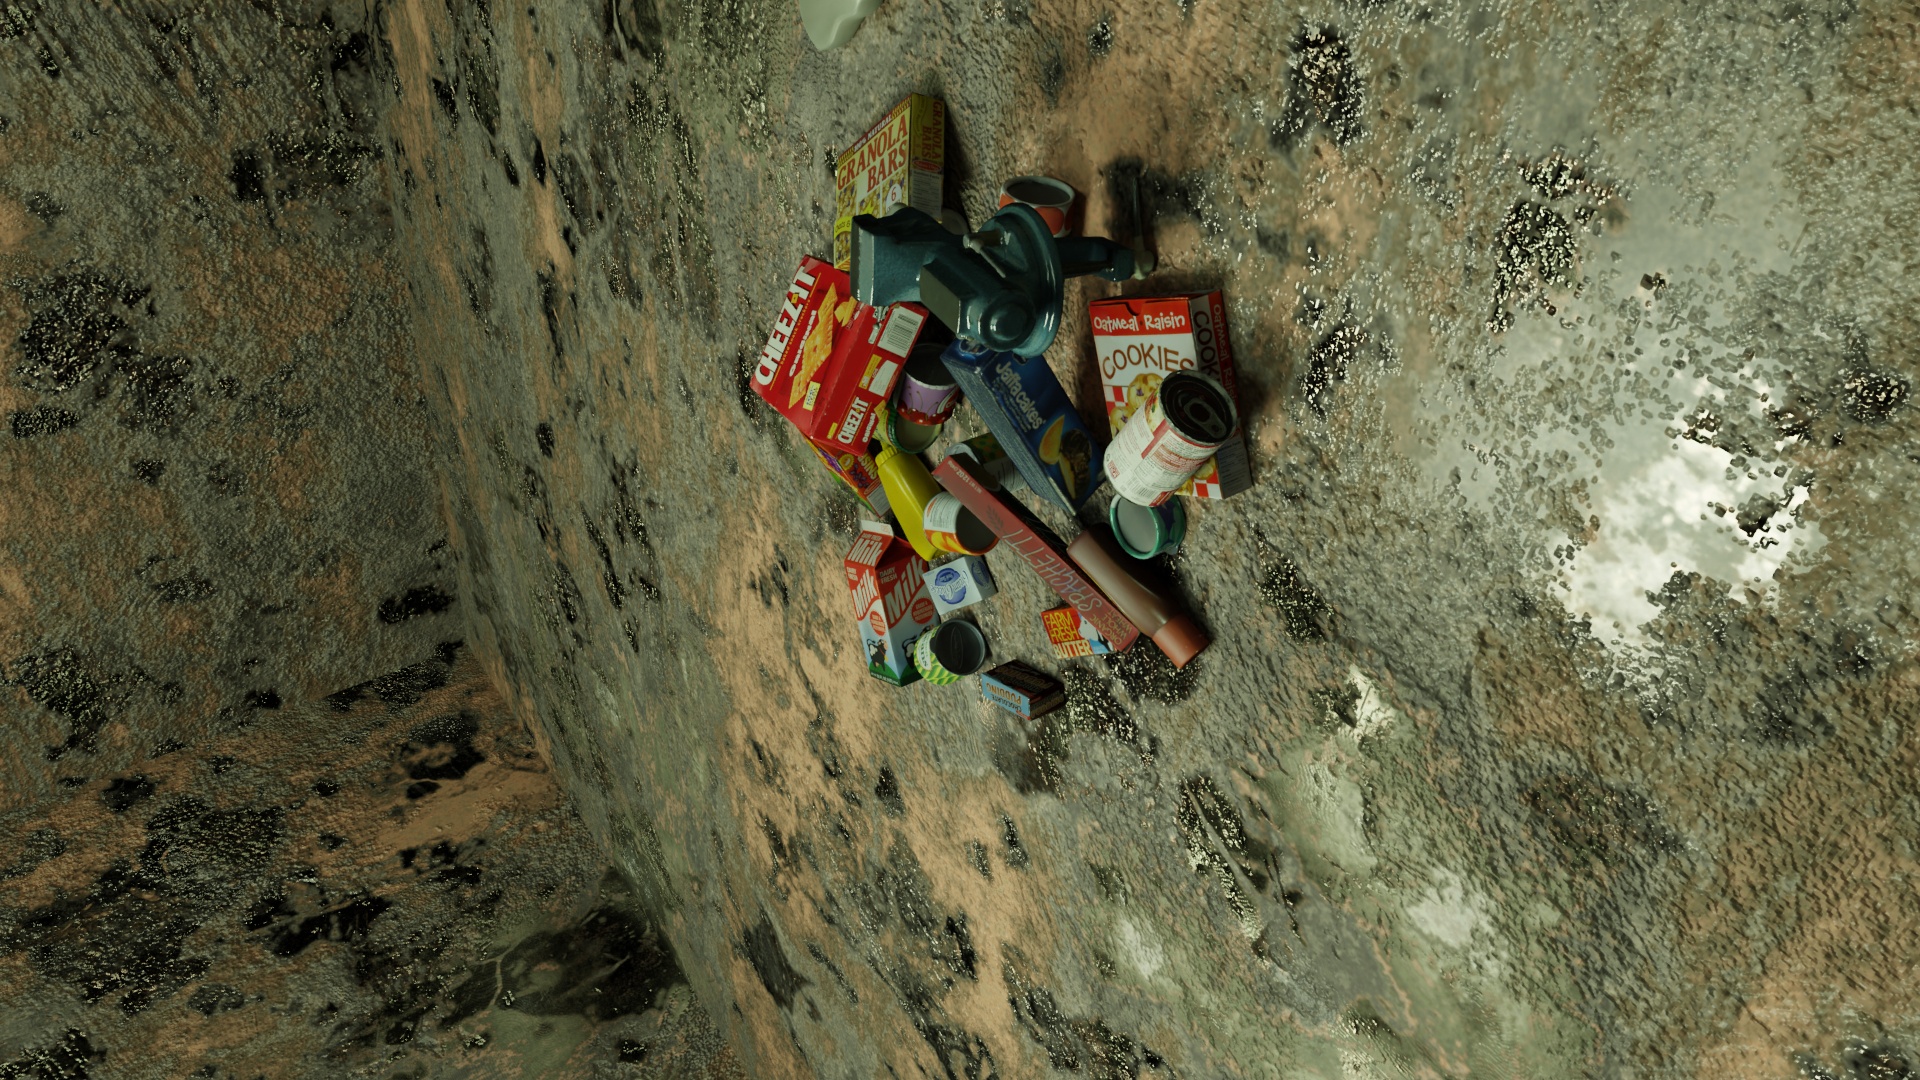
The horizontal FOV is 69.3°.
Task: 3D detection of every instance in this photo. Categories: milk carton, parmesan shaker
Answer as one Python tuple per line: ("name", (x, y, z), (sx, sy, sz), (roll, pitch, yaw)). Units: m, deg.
("milk carton", (-0.079, 0.068, 1.632), (0.072, 0.074, 0.190), (10, 116, 55))
("parmesan shaker", (-0.076, -0.140, 1.506), (0.103, 0.071, 0.071), (27, 130, 48))

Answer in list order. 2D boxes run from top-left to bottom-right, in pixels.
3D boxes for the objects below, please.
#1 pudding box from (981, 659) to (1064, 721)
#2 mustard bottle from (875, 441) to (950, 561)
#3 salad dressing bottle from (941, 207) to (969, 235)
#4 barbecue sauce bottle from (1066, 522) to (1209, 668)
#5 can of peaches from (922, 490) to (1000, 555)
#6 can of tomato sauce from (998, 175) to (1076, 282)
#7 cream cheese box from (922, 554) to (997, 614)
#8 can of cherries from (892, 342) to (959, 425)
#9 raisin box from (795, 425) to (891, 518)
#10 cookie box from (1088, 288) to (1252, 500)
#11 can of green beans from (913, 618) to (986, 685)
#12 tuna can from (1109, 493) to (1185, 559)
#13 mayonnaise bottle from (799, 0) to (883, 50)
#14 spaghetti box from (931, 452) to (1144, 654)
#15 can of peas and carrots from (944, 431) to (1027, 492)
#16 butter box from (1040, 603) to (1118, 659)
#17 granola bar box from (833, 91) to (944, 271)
("pudding box", (0.066, 0.160, 1.486), (0.084, 0.050, 0.030), (23, 126, 50))
("mustard bottle", (-0.054, -0.058, 1.541), (0.160, 0.049, 0.065), (61, 150, 13))
("salad dressing bottle", (-0.046, -0.291, 1.392), (0.147, 0.044, 0.064), (-7, 99, 59))
("barbecue sauce bottle", (0.163, 0.050, 1.261), (0.149, 0.065, 0.043), (49, 111, 15))
("can of peaches", (0.005, -0.018, 1.459), (0.058, 0.071, 0.071), (6, 114, 55))
("can of tomato sauce", (0.064, -0.266, 1.211), (0.071, 0.071, 0.082), (41, 139, 37))
("cream cheese box", (-0.001, 0.048, 1.547), (0.103, 0.024, 0.053), (-25, 88, 59))
("can of cherries", (-0.031, -0.160, 1.427), (0.071, 0.072, 0.058), (50, 145, 27))
("raisin box", (-0.129, -0.090, 1.593), (0.086, 0.040, 0.123), (40, 169, 39))
("cookie box", (0.173, -0.122, 1.156), (0.123, 0.040, 0.167), (10, 116, 55))
("can of green beans", (-0.012, 0.126, 1.571), (0.057, 0.071, 0.071), (-34, 79, 59))
("tuna can", (0.167, -0.016, 1.238), (0.071, 0.033, 0.070), (34, 135, 43))
("mayonnaise bottle", (-0.104, -0.530, 1.339), (0.148, 0.041, 0.064), (-11, 100, 58))
("spaghetti box", (0.077, 0.009, 1.311), (0.250, 0.050, 0.028), (43, 109, 10))
("can of peas and carrots", (0.027, -0.076, 1.393), (0.071, 0.059, 0.070), (35, 135, 44))
("butter box", (0.123, 0.087, 1.378), (0.103, 0.024, 0.053), (-16, 95, 59))
("granola bar box", (-0.072, -0.345, 1.358), (0.165, 0.039, 0.124), (-16, 70, 59))
